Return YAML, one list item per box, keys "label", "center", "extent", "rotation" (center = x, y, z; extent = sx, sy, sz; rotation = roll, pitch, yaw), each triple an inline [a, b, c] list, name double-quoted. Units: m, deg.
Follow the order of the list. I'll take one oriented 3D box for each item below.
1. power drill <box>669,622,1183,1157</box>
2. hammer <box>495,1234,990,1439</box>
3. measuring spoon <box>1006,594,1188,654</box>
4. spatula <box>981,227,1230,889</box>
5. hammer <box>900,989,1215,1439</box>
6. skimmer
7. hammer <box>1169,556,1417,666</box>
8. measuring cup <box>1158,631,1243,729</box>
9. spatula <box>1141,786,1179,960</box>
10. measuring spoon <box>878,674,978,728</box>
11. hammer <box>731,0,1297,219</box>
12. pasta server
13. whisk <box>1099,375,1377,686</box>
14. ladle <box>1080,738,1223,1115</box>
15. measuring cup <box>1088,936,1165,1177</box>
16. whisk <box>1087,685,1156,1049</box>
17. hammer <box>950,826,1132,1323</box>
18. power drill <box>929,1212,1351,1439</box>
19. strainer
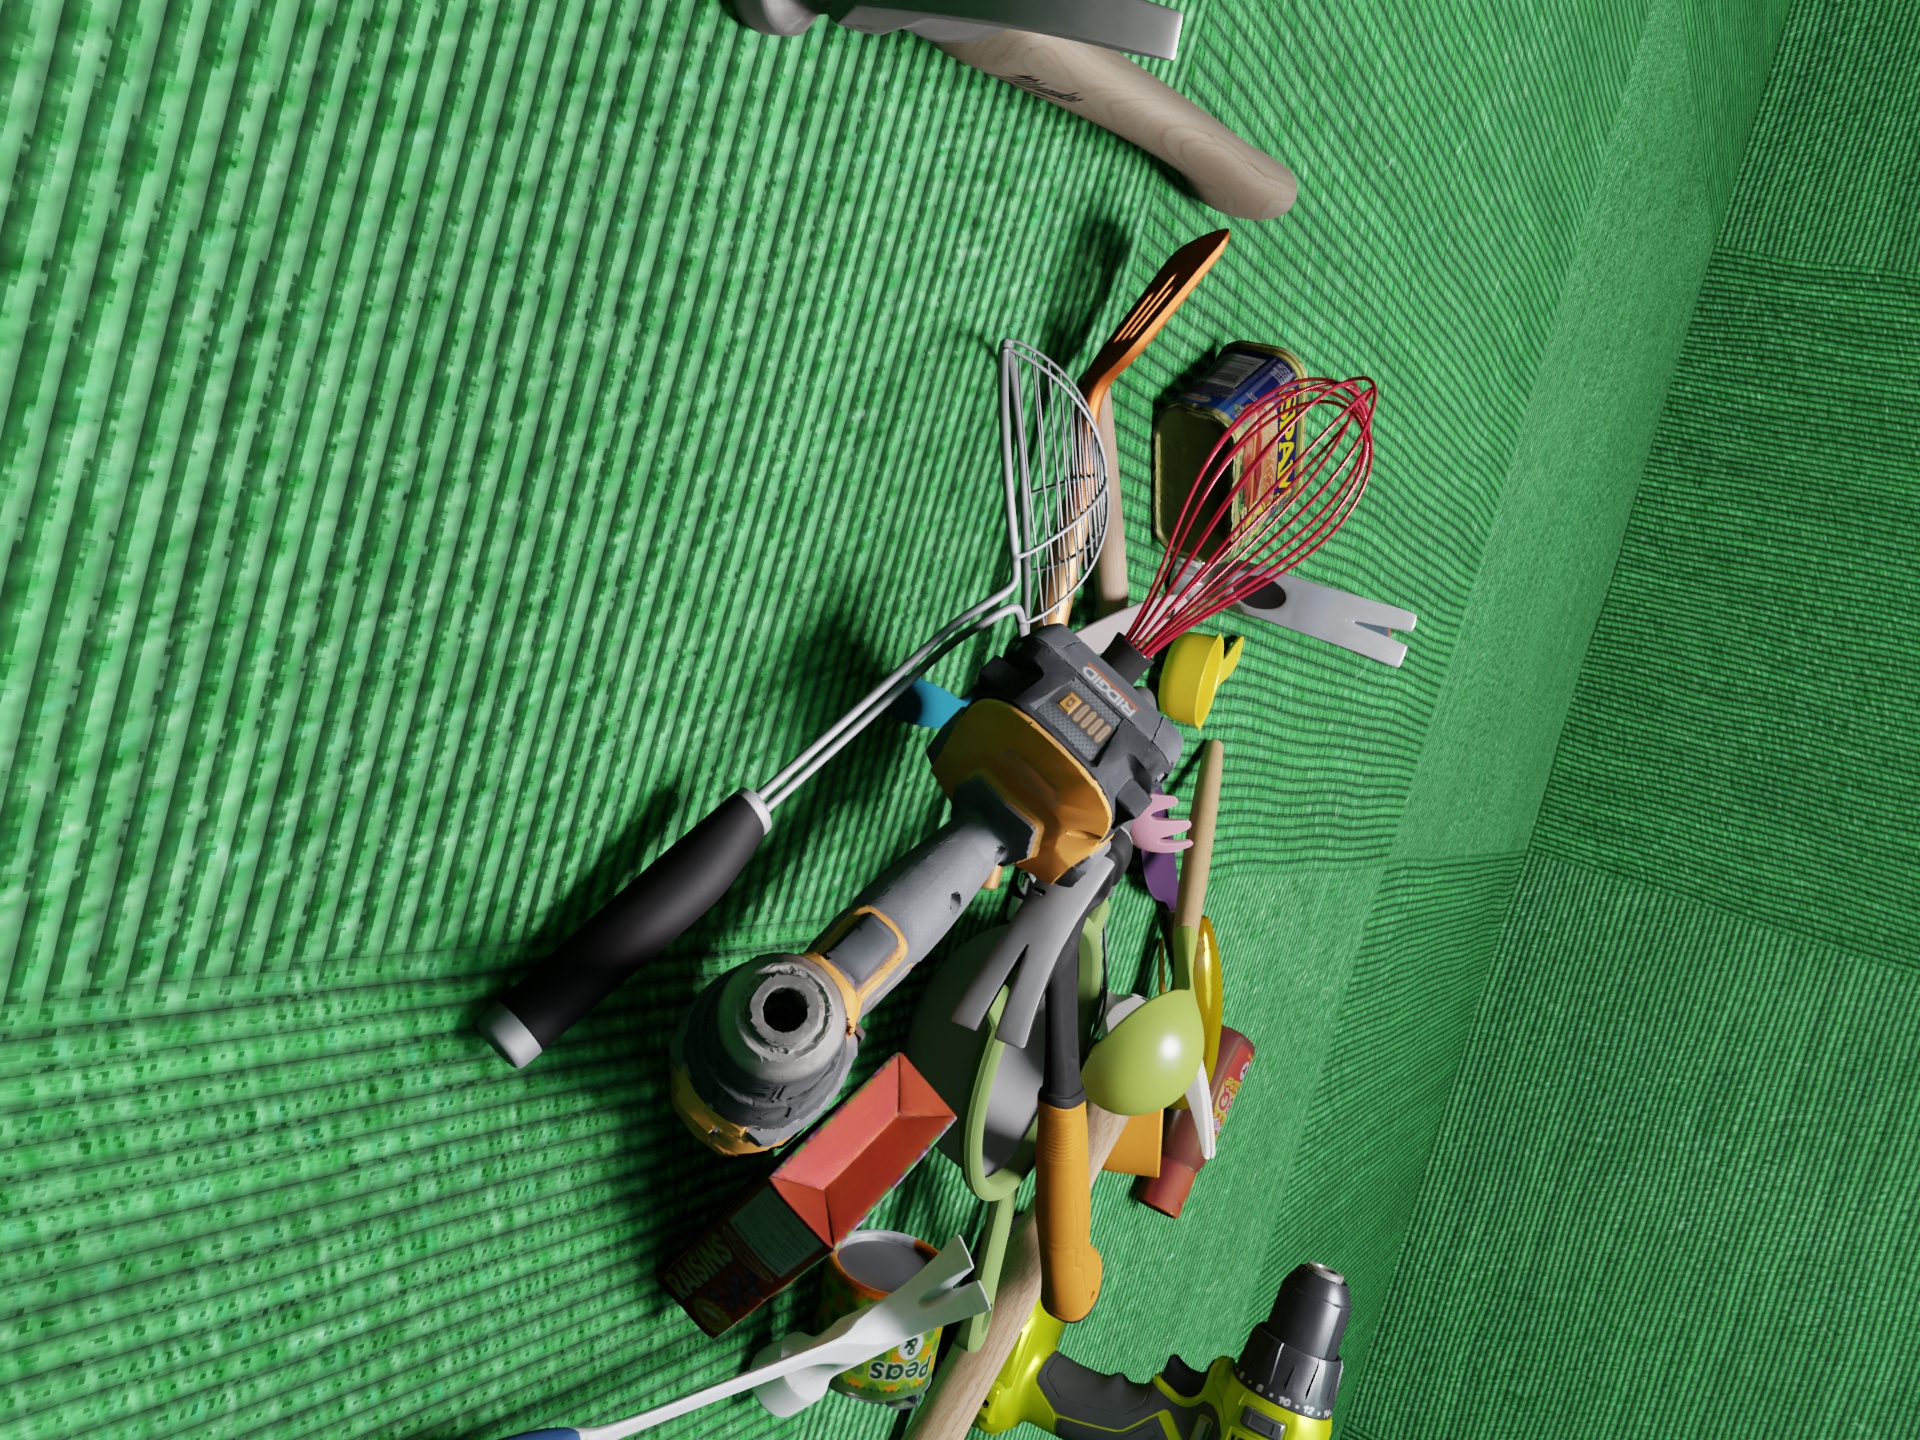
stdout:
- label: "power drill"
  center: [-0.017, 0.065, 0.592]
  extent: [0.226, 0.084, 0.185]
  rotation: [-44, 174, -21]
- label: "hammer"
  center: [-0.137, 0.263, 0.585]
  extent: [0.144, 0.035, 0.405]
  rotation: [-36, 157, 23]
- label: "measuring spoon"
  center: [0.075, -0.040, 0.818]
  extent: [0.124, 0.018, 0.034]
  rotation: [-23, 125, -29]
- label: "spatula"
  center: [0.058, -0.074, 0.749]
  extent: [0.081, 0.041, 0.322]
  rotation: [-140, -117, -76]
- label: "hammer"
  center: [0.043, 0.318, 0.942]
  extent: [0.331, 0.130, 0.031]
  rotation: [-63, 157, 0]
- label: "skimmer"
  center: [-0.058, -0.017, 0.622]
  extent: [0.363, 0.090, 0.127]
  rotation: [-44, 147, -26]
- label: "hammer"
  center: [0.264, -0.066, 1.085]
  extent: [0.386, 0.143, 0.038]
  rotation: [2, 108, -66]
- label: "measuring cup"
  center: [0.156, -0.037, 1.020]
  extent: [0.156, 0.029, 0.062]
  rotation: [-33, 135, -67]
- label: "spatula"
  center: [0.151, 0.142, 1.112]
  extent: [0.315, 0.018, 0.060]
  rotation: [69, 33, -50]
- label: "measuring spoon"
  center: [-0.001, -0.002, 0.740]
  extent: [0.128, 0.021, 0.042]
  rotation: [17, 91, -64]
- label: "hammer"
  center: [0.080, -0.245, 0.640]
  extent: [0.410, 0.146, 0.038]
  rotation: [-17, 121, -63]
- label: "pasta server"
  center: [0.091, -0.045, 0.871]
  extent: [0.040, 0.060, 0.316]
  rotation: [-20, 128, -14]
- label: "whisk"
  center: [0.098, -0.050, 0.773]
  extent: [0.296, 0.073, 0.073]
  rotation: [-50, 155, 10]
- label: "ladle"
  center: [0.127, 0.107, 0.960]
  extent: [0.320, 0.062, 0.078]
  rotation: [-70, 177, -51]
- label: "measuring cup"
  center: [0.111, 0.219, 1.067]
  extent: [0.095, 0.052, 0.174]
  rotation: [82, 11, -49]
- label: "whisk"
  center: [0.072, 0.093, 0.892]
  extent: [0.055, 0.055, 0.239]
  rotation: [-17, 123, -58]
- label: "hammer"
  center: [0.049, 0.208, 0.793]
  extent: [0.127, 0.034, 0.336]
  rotation: [-53, 150, -41]
- label: "power drill"
  center: [0.112, 0.387, 0.958]
  extent: [0.080, 0.229, 0.190]
  rotation: [29, 81, -62]
- label: "strainer"
  center: [0.005, 0.212, 0.832]
  extent: [0.151, 0.069, 0.256]
  rotation: [-25, 129, -61]
